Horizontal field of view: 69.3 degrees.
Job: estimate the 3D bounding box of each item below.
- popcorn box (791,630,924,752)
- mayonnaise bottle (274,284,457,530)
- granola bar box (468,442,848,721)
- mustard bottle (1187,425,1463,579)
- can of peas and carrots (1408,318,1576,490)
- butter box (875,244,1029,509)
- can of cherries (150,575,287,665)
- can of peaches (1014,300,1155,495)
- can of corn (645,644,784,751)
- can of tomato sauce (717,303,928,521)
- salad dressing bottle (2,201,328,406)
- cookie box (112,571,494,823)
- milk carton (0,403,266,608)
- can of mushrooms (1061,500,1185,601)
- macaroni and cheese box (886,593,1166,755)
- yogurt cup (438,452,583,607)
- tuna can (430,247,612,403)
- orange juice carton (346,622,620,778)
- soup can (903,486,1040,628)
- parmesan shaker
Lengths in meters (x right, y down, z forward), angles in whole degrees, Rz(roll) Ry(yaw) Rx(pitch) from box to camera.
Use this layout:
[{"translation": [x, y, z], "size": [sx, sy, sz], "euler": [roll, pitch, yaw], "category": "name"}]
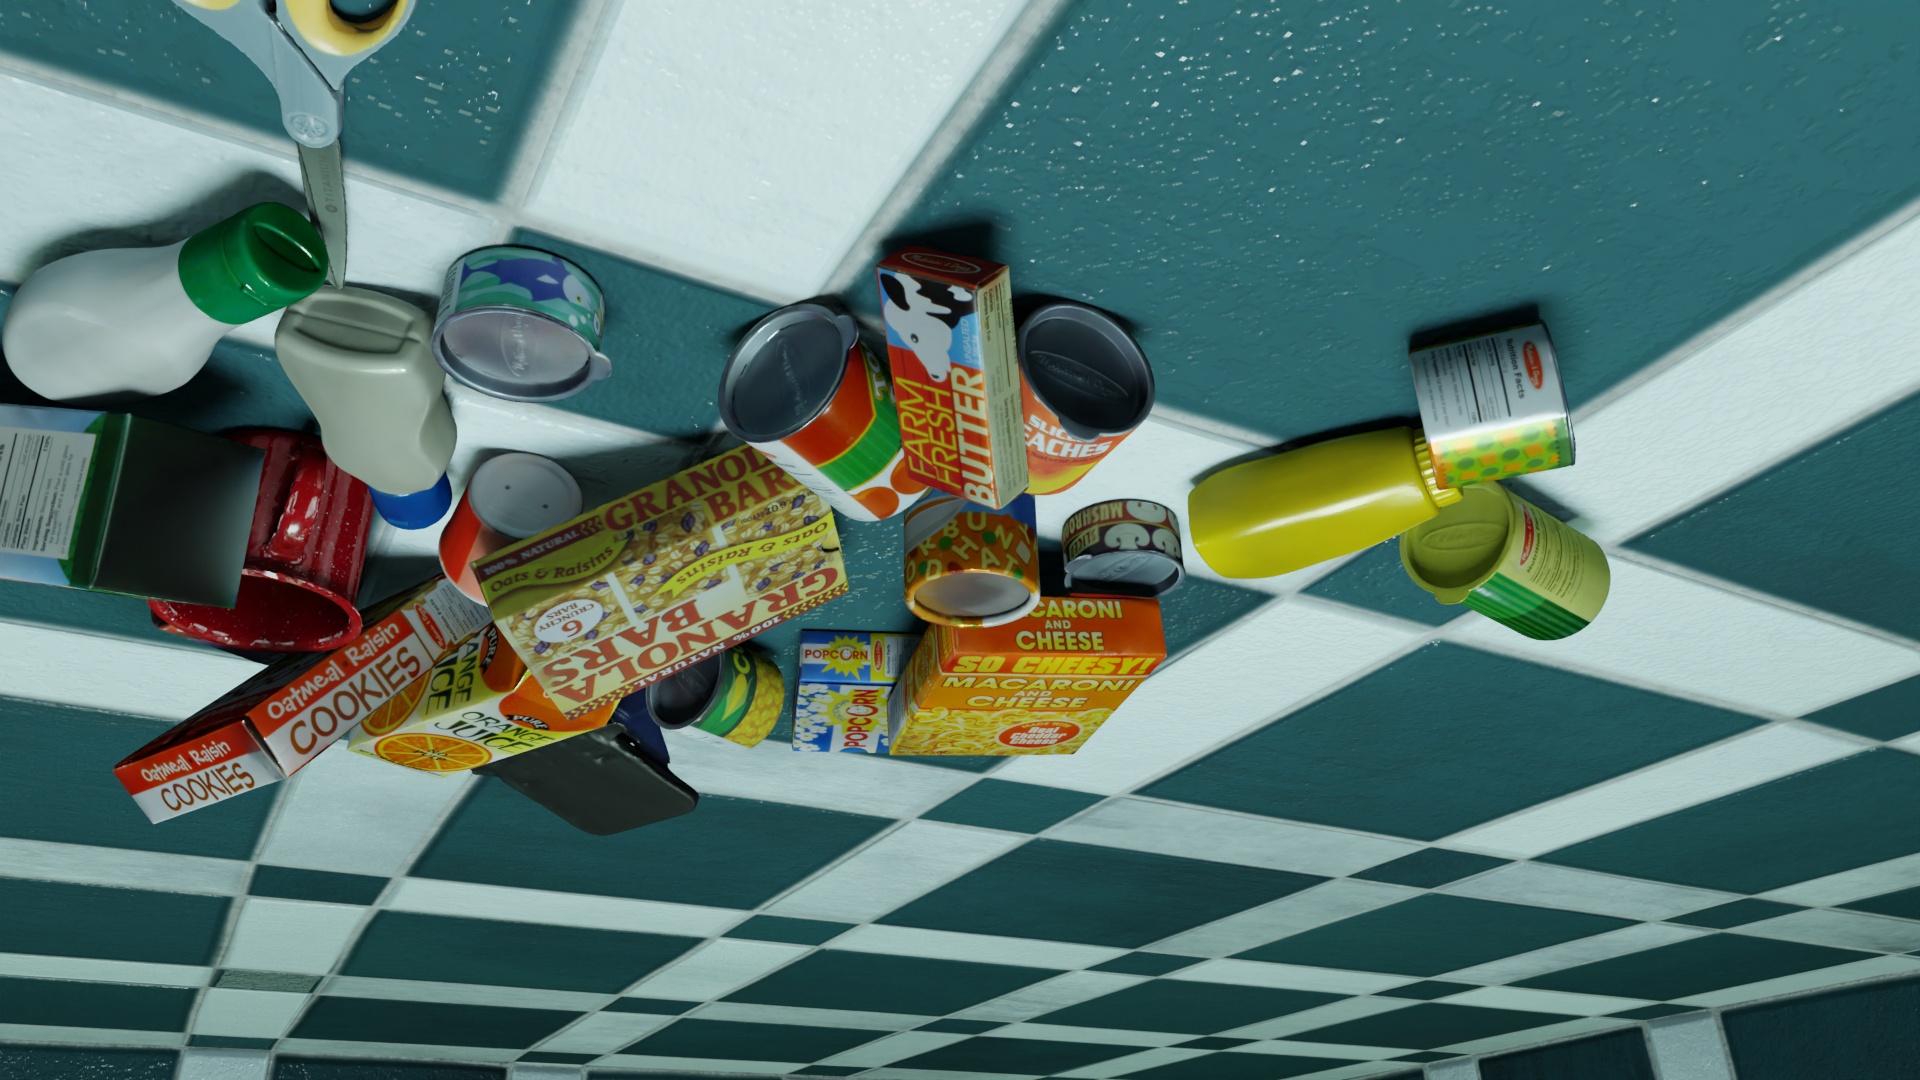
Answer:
[{"translation": [-0.067, 0.103, 0.925], "size": [0.085, 0.038, 0.126], "euler": [2, 151, -9], "category": "popcorn box"}, {"translation": [-0.258, -0.054, 0.624], "size": [0.065, 0.041, 0.147], "euler": [13, 151, -4], "category": "mayonnaise bottle"}, {"translation": [-0.142, 0.020, 0.698], "size": [0.166, 0.039, 0.123], "euler": [-25, 153, -11], "category": "granola bar box"}, {"translation": [0.197, -0.024, 0.696], "size": [0.160, 0.049, 0.065], "euler": [-18, 148, 26], "category": "mustard bottle"}, {"translation": [0.236, -0.058, 0.618], "size": [0.058, 0.071, 0.070], "euler": [-12, 150, 19], "category": "can of peas and carrots"}, {"translation": [-0.002, -0.065, 0.567], "size": [0.053, 0.024, 0.103], "euler": [21, 133, 35], "category": "butter box"}, {"translation": [-0.385, 0.028, 0.738], "size": [0.071, 0.072, 0.058], "euler": [-21, 146, 31], "category": "can of cherries"}, {"translation": [0.041, -0.059, 0.601], "size": [0.071, 0.071, 0.057], "euler": [12, 150, -23], "category": "can of peaches"}, {"translation": [-0.153, 0.093, 0.877], "size": [0.071, 0.071, 0.058], "euler": [-19, 147, 29], "category": "can of corn"}, {"translation": [-0.053, -0.055, 0.609], "size": [0.071, 0.071, 0.083], "euler": [-16, 149, 25], "category": "can of tomato sauce"}, {"translation": [-0.308, -0.091, 0.538], "size": [0.147, 0.044, 0.064], "euler": [-12, 148, 27], "category": "salad dressing bottle"}, {"translation": [-0.345, 0.078, 0.748], "size": [0.122, 0.168, 0.040], "euler": [-20, 106, 30], "category": "cookie box"}, {"translation": [-0.408, -0.019, 0.605], "size": [0.190, 0.073, 0.072], "euler": [5, 173, 19], "category": "milk carton"}, {"translation": [0.087, 0.007, 0.763], "size": [0.071, 0.033, 0.070], "euler": [-1, 152, -1], "category": "can of mushrooms"}, {"translation": [0.032, 0.081, 0.816], "size": [0.124, 0.040, 0.165], "euler": [2, 152, -15], "category": "macaroni and cheese box"}, {"translation": [-0.221, -0.007, 0.691], "size": [0.072, 0.073, 0.053], "euler": [11, 141, -22], "category": "yogurt cup"}, {"translation": [-0.179, -0.088, 0.574], "size": [0.071, 0.033, 0.070], "euler": [-1, 151, -1], "category": "tuna can"}, {"translation": [-0.275, 0.082, 0.839], "size": [0.192, 0.073, 0.071], "euler": [-19, 147, 28], "category": "orange juice carton"}, {"translation": [0.002, -0.008, 0.677], "size": [0.071, 0.084, 0.071], "euler": [-1, 151, 0], "category": "soup can"}, {"translation": [0.293, 0.014, 0.748], "size": [0.103, 0.071, 0.071], "euler": [22, 143, -37], "category": "parmesan shaker"}]
